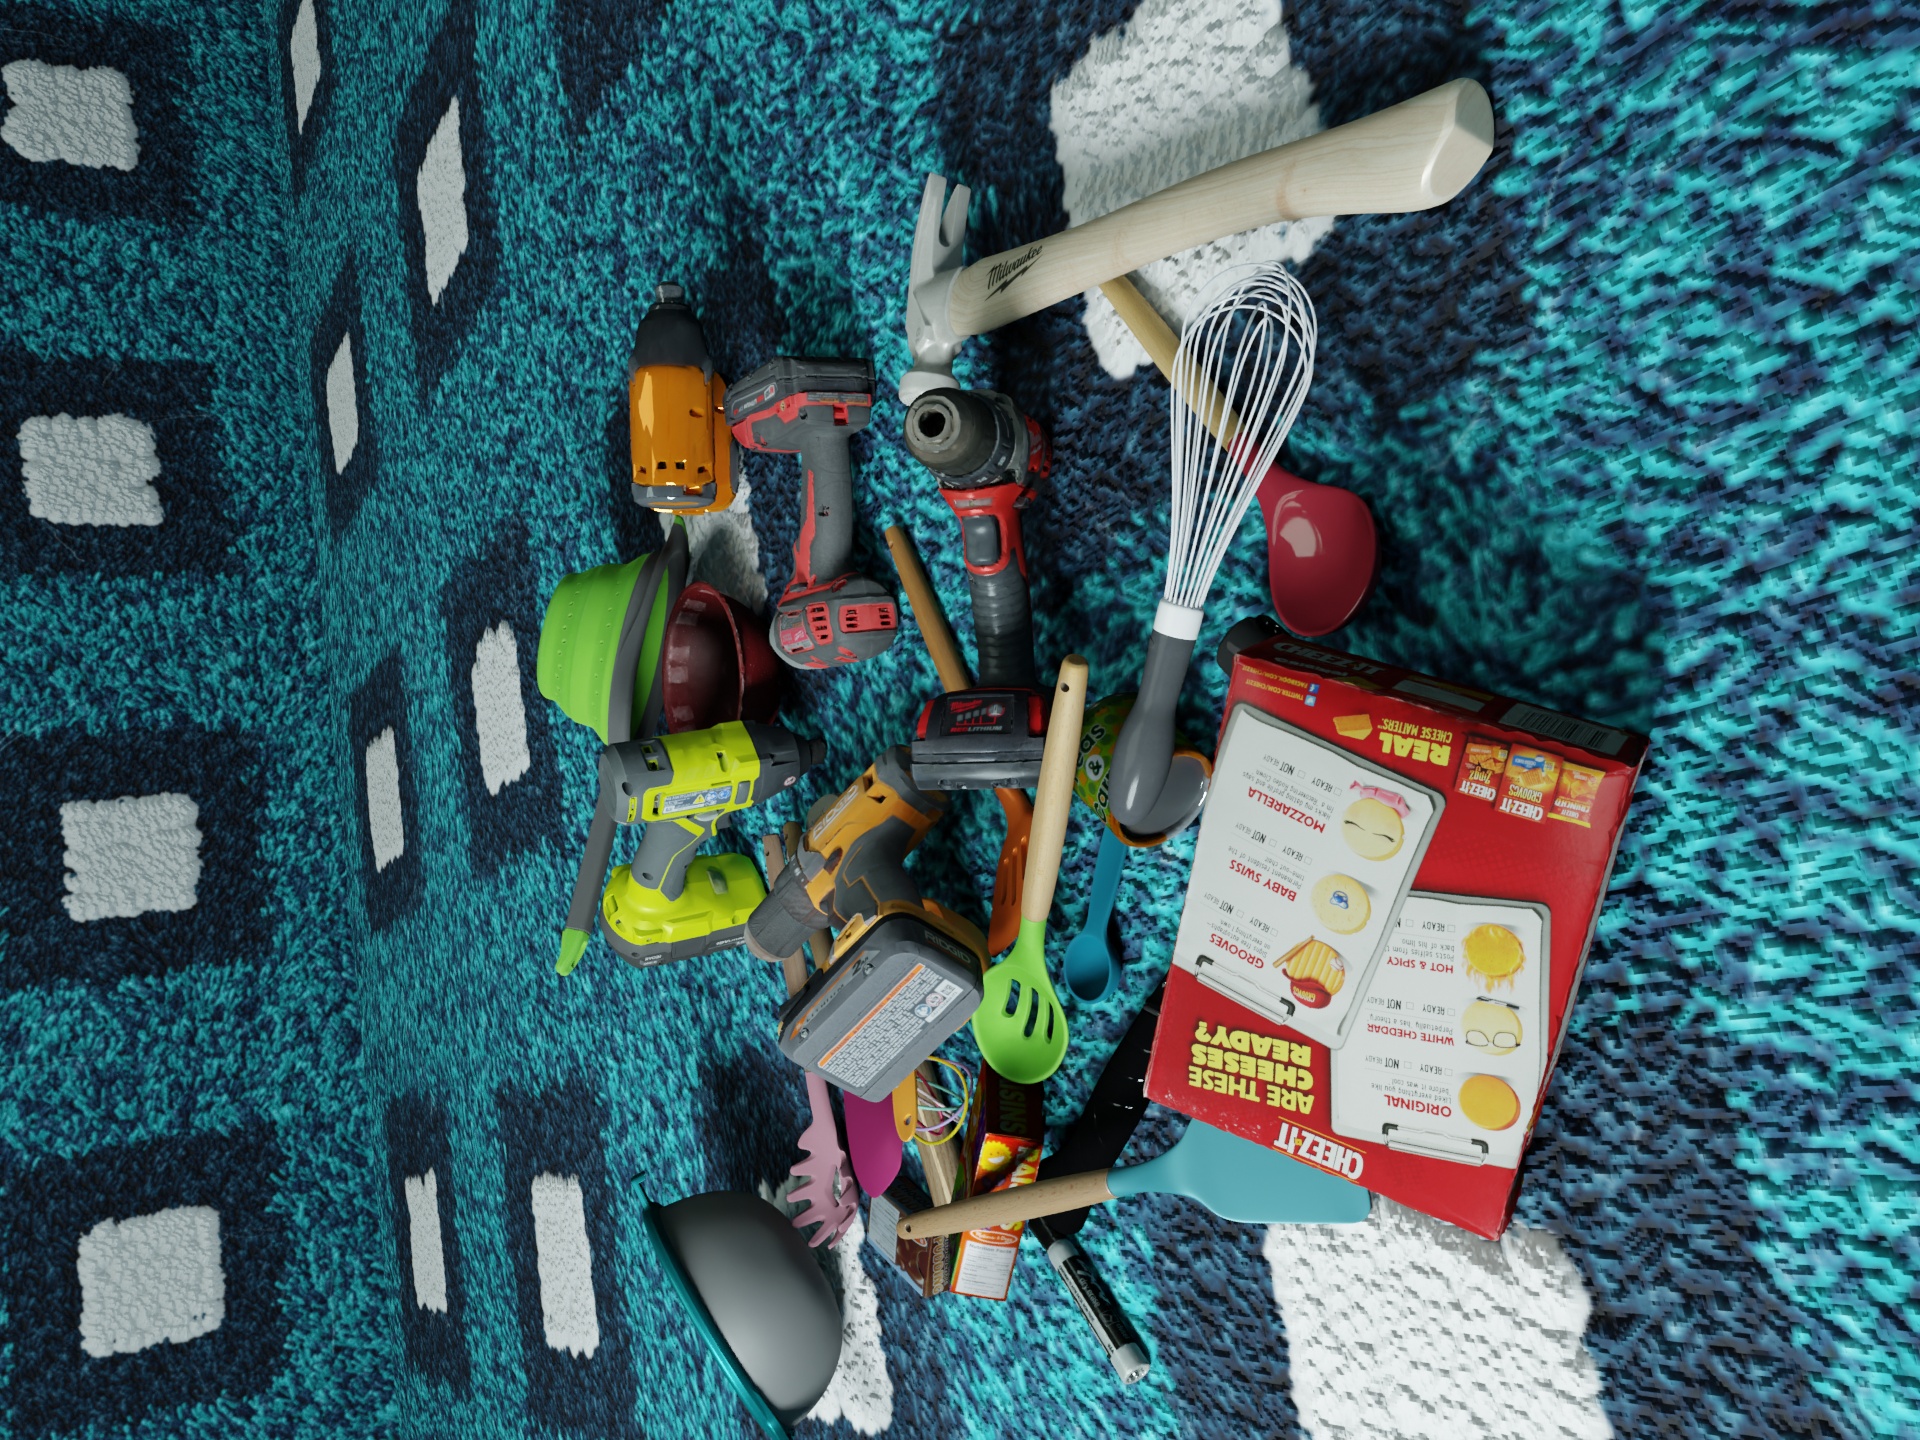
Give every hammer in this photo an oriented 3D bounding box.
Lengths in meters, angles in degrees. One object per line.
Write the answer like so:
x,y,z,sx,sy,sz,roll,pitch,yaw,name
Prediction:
-0.048,0.201,1.138,0.130,0.031,0.332,-50,52,47,hammer
0.099,-0.269,0.847,0.411,0.038,0.146,0,82,53,hammer
0.123,0.148,0.859,0.149,0.036,0.408,50,134,35,hammer

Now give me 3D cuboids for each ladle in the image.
0.132,-0.160,0.833,0.069,0.031,0.316,-53,47,31,ladle

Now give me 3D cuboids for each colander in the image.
-0.319,0.012,1.344,0.204,0.094,0.397,110,171,-73,colander

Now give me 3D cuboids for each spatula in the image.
-0.002,-0.003,1.040,0.081,0.041,0.323,-55,47,45,spatula
0.075,0.258,0.878,0.317,0.044,0.082,-28,71,42,spatula

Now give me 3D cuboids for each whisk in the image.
0.115,-0.081,0.779,0.070,0.070,0.284,34,116,51,whisk
-0.067,0.242,1.101,0.245,0.051,0.047,6,103,57,whisk

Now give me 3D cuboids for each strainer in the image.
-0.121,0.475,1.193,0.341,0.095,0.210,44,161,44,strainer

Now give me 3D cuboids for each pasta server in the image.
-0.123,0.244,1.225,0.060,0.040,0.316,-11,90,41,pasta server

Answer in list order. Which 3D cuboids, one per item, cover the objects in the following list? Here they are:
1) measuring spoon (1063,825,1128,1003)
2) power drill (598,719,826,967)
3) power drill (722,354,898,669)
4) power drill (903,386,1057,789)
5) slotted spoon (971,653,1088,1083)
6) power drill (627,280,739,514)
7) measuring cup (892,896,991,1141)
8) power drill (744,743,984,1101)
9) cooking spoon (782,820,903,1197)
0.090,0.104,0.934,0.042,0.021,0.128,19,100,52,measuring spoon
-0.202,0.093,1.260,0.080,0.171,0.223,61,148,35,power drill
-0.111,-0.147,1.171,0.143,0.078,0.220,-8,88,58,power drill
0.012,-0.076,0.899,0.080,0.188,0.226,-2,92,14,power drill
0.047,0.091,0.896,0.070,0.031,0.313,29,134,26,slotted spoon
-0.219,-0.243,1.245,0.226,0.084,0.164,-149,58,-83,power drill
-0.019,0.197,1.021,0.095,0.052,0.174,-37,37,31,measuring cup
-0.073,0.138,1.026,0.185,0.084,0.226,-46,27,18,power drill
-0.088,0.185,1.100,0.068,0.017,0.319,-56,35,29,cooking spoon
